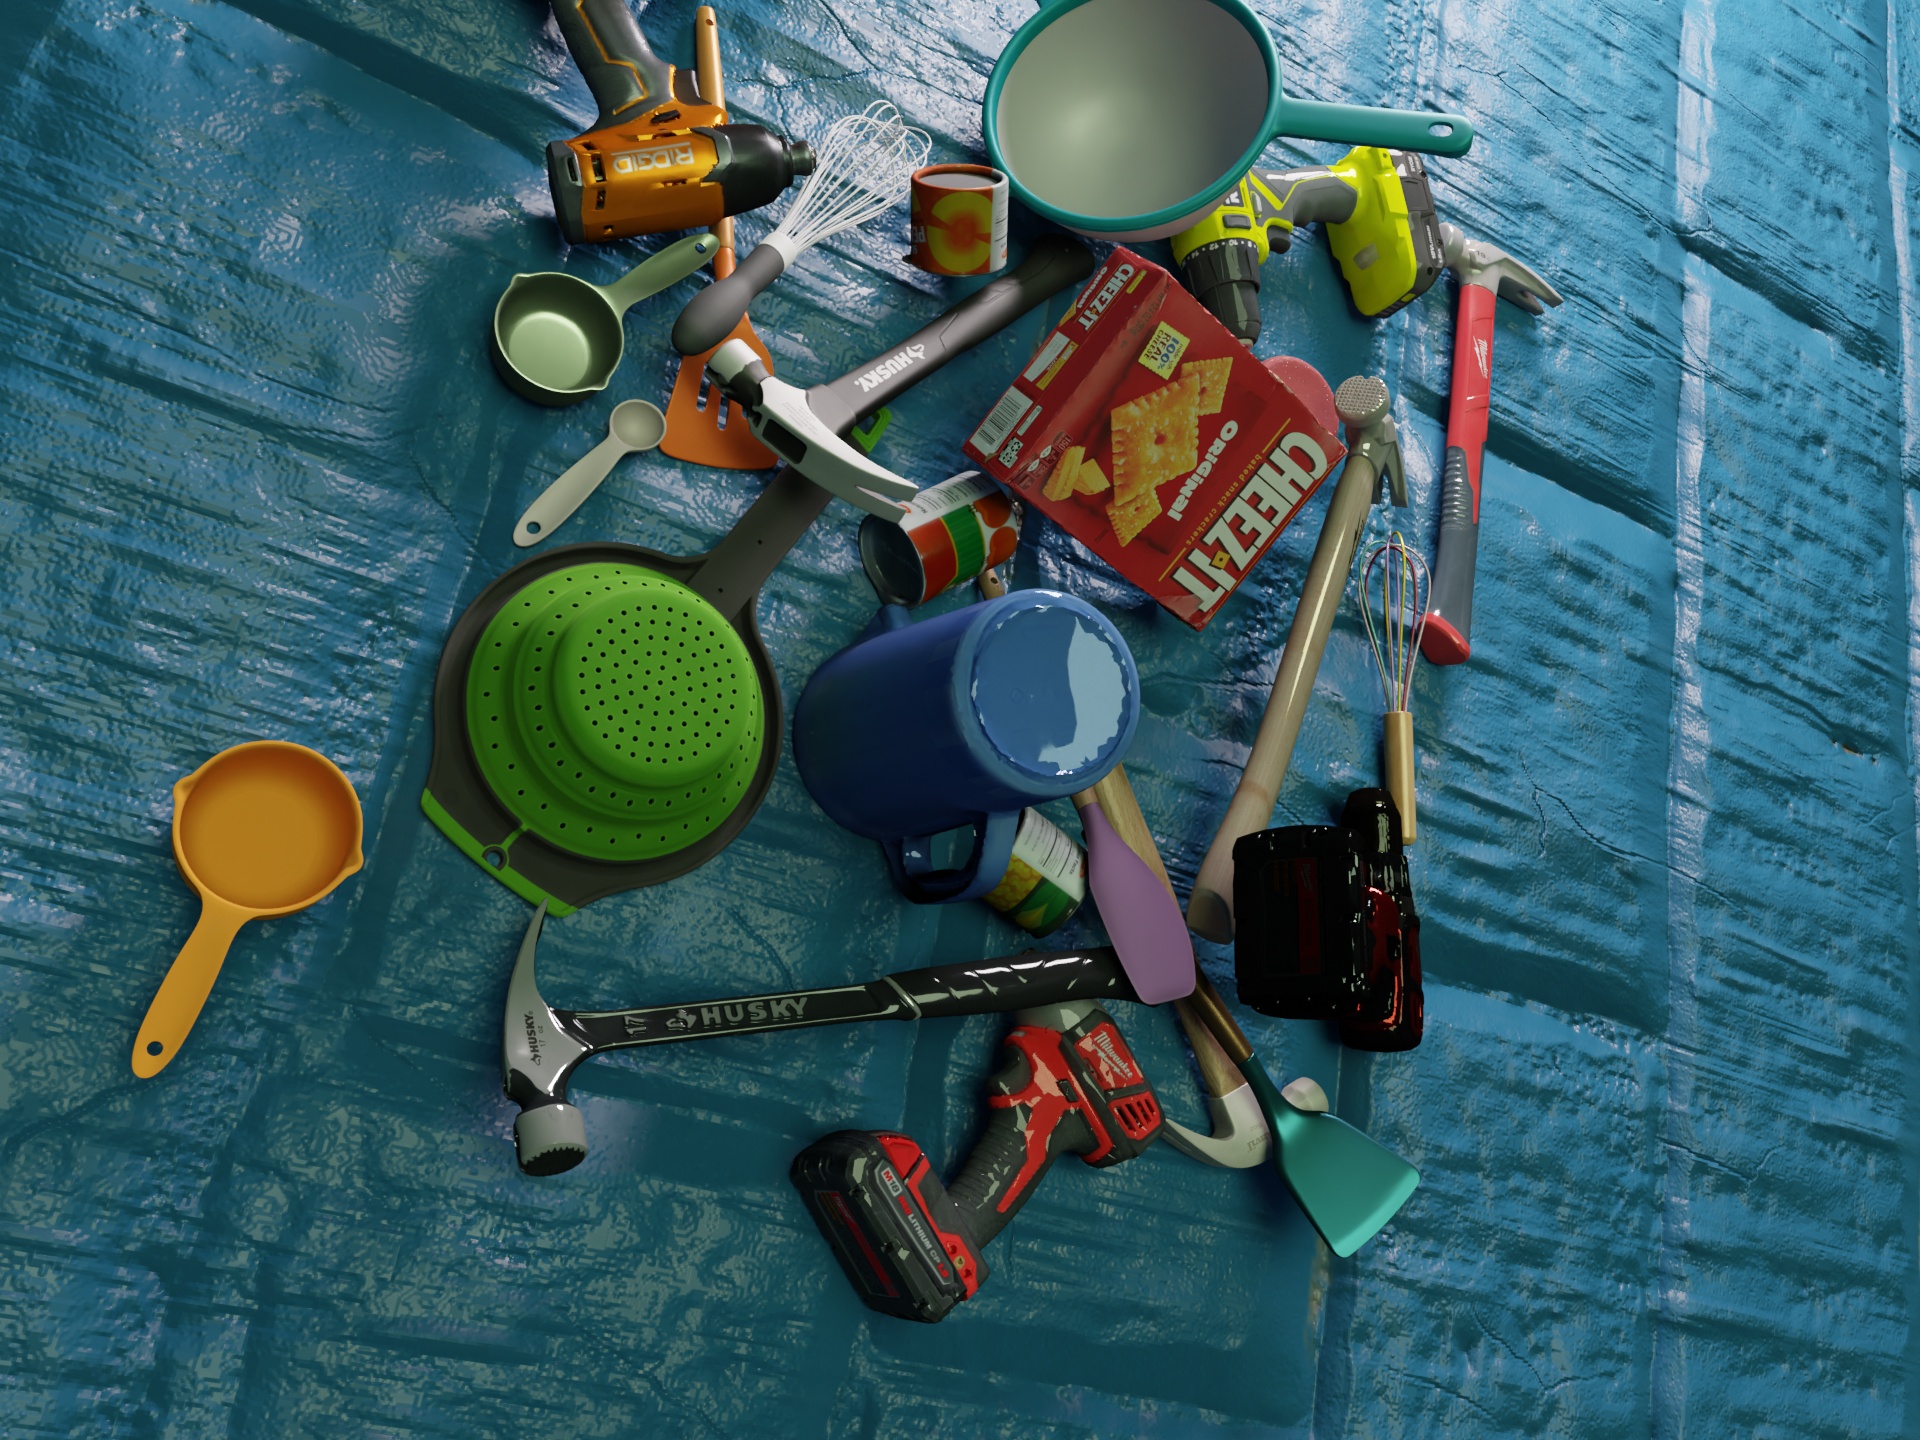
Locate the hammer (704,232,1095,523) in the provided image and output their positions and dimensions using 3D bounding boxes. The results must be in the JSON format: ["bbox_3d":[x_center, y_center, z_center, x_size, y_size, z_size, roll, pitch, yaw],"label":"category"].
[{"bbox_3d":[-0.007,-0.249,1.057,0.146,0.035,0.335,43,50,5],"label":"hammer"}]

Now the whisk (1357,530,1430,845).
[{"bbox_3d":[0.333,-0.027,1.214,0.051,0.047,0.245,7,77,-28],"label":"whisk"}]

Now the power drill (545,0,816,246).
[{"bbox_3d":[-0.188,-0.414,0.988,0.164,0.084,0.226,-12,84,-12],"label":"power drill"}]

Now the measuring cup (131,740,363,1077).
[{"bbox_3d":[-0.367,0.095,0.795,0.095,0.052,0.174,28,68,-20],"label":"measuring cup"}]

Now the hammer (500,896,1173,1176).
[{"bbox_3d":[-0.055,0.157,0.910,0.408,0.036,0.149,-2,51,-25],"label":"hammer"}]

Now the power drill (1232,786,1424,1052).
[{"bbox_3d":[0.258,0.123,1.070,0.226,0.080,0.188,25,63,-57],"label":"power drill"}]

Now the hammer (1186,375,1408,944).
[{"bbox_3d":[0.241,-0.034,1.121,0.146,0.038,0.411,51,56,-56],"label":"hammer"}]

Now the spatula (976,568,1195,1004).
[{"bbox_3d":[0.074,0.033,1.018,0.059,0.018,0.316,-8,64,-34],"label":"spatula"}]

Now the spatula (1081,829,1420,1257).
[{"bbox_3d":[0.176,0.197,1.032,0.082,0.044,0.317,-37,94,-21],"label":"spatula"}]

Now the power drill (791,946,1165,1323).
[{"bbox_3d":[0.016,0.242,0.954,0.219,0.078,0.143,-31,93,-34],"label":"power drill"}]

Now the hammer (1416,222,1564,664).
[{"bbox_3d":[0.431,-0.222,1.320,0.143,0.038,0.386,20,68,-25],"label":"hammer"}]

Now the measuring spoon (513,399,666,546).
[{"bbox_3d":[-0.225,-0.146,0.958,0.034,0.018,0.124,40,68,-1],"label":"measuring spoon"}]

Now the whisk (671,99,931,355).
[{"bbox_3d":[-0.101,-0.315,1.019,0.070,0.070,0.285,43,53,-13],"label":"whisk"}]

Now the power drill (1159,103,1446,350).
[{"bbox_3d":[0.264,-0.377,1.247,0.228,0.080,0.191,-5,79,-27],"label":"power drill"}]

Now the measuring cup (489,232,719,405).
[{"bbox_3d":[-0.214,-0.251,0.973,0.167,0.038,0.083,-42,98,-29],"label":"measuring cup"}]

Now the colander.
[{"bbox_3d":[-0.141,-0.071,0.930,0.204,0.094,0.397,42,63,-14],"label":"colander"}]

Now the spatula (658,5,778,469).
[{"bbox_3d":[-0.160,-0.320,1.032,0.081,0.041,0.323,3,72,-30],"label":"spatula"}]

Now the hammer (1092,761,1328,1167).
[{"bbox_3d":[0.135,0.142,1.069,0.130,0.031,0.331,-21,87,-32],"label":"hammer"}]

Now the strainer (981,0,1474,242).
[{"bbox_3d":[0.187,-0.412,1.134,0.340,0.095,0.211,12,77,15],"label":"strainer"}]
